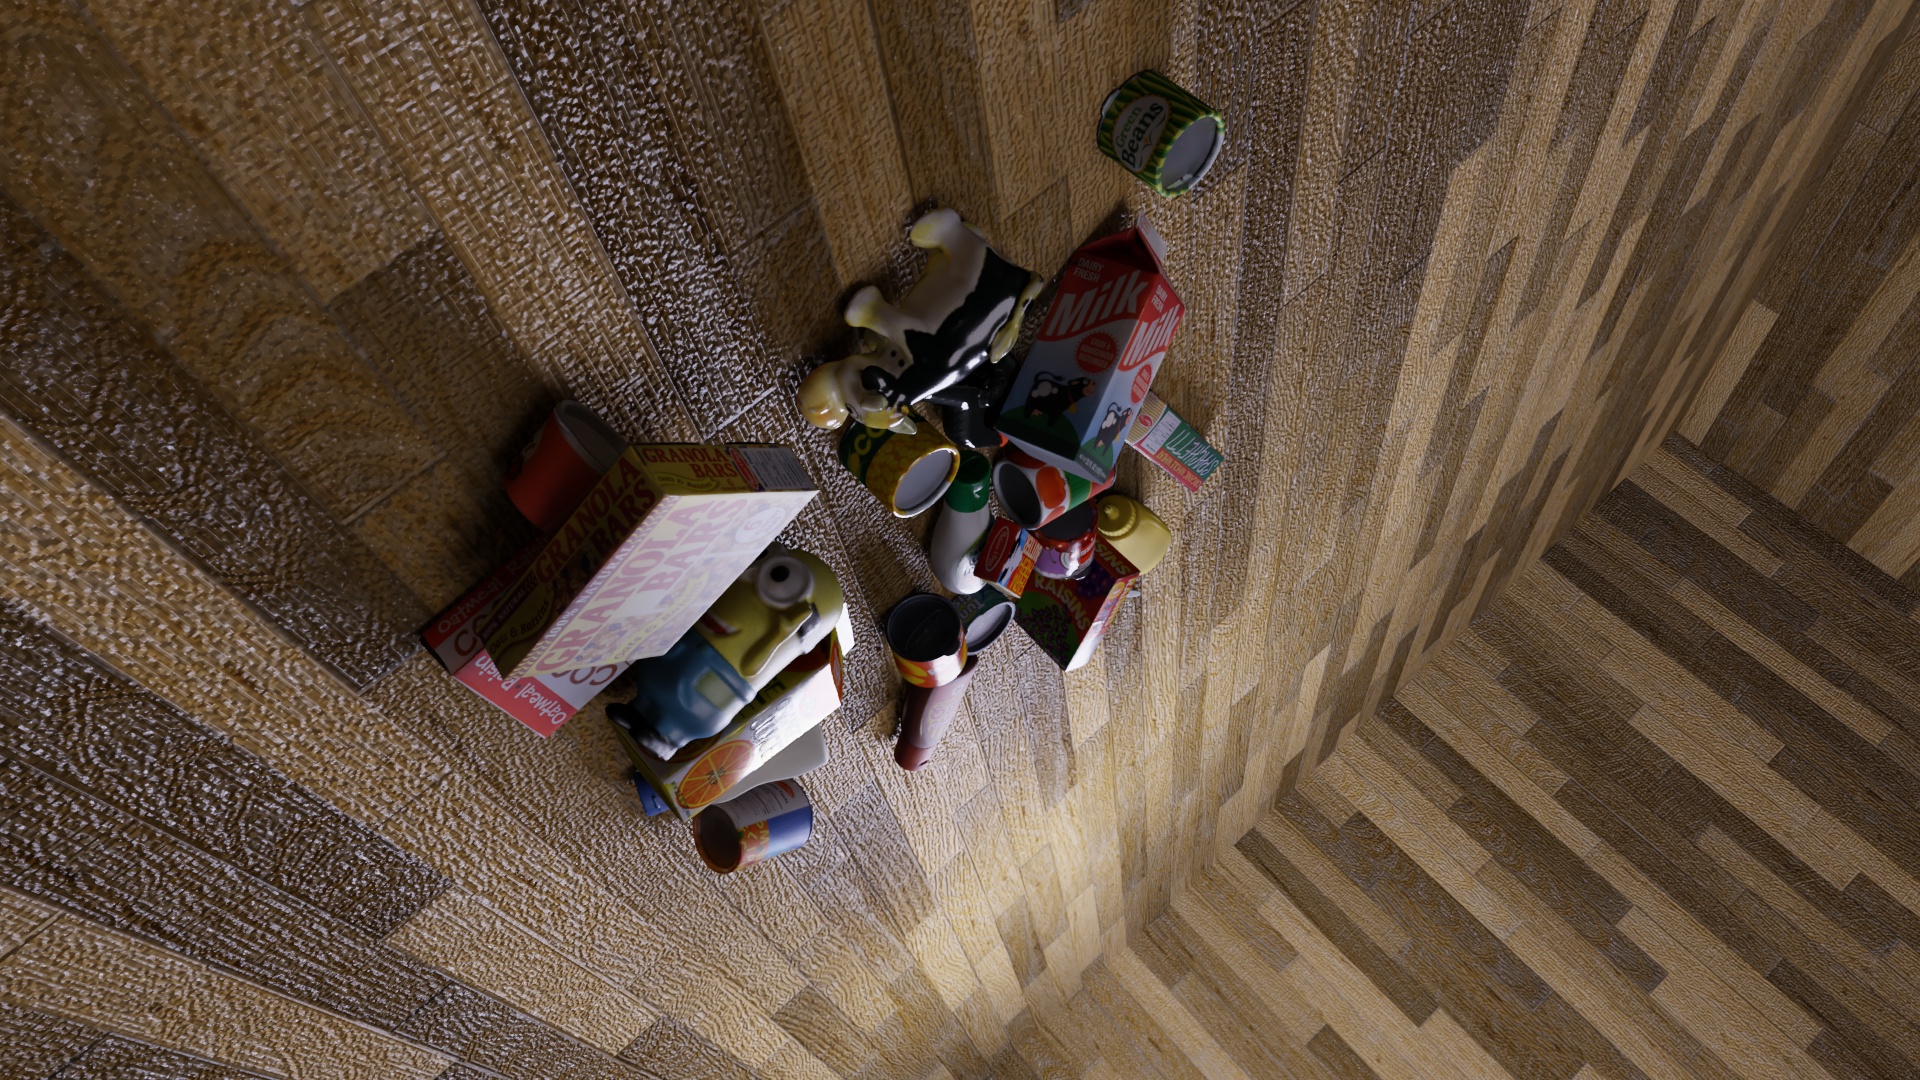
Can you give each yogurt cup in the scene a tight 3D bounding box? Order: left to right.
[{"bbox_3d":[-0.214,-0.036,0.769,0.054,0.072,0.072,-41,154,9],"label":"yogurt cup"}]

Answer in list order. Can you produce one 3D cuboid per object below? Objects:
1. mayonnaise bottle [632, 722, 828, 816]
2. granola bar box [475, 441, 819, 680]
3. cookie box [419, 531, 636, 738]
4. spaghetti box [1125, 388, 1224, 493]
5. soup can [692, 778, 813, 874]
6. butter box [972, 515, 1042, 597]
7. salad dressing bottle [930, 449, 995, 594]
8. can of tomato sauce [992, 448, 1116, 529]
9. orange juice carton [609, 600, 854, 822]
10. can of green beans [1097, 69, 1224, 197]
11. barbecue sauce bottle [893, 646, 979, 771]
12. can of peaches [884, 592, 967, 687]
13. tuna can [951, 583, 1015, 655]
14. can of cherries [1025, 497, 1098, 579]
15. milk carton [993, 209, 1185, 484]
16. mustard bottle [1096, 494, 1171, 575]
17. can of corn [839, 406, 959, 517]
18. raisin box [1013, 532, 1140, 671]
[{"bbox_3d":[-0.182,0.173,1.096,0.148,0.041,0.064,-20,116,-14],"label":"mayonnaise bottle"},{"bbox_3d":[-0.175,0.010,0.780,0.165,0.039,0.124,-44,160,27],"label":"granola bar box"},{"bbox_3d":[-0.233,0.038,0.870,0.168,0.040,0.122,-42,153,-10],"label":"cookie box"},{"bbox_3d":[0.193,-0.096,1.315,0.050,0.029,0.250,-50,153,8],"label":"spaghetti box"},{"bbox_3d":[-0.181,0.250,1.211,0.084,0.071,0.071,-10,136,-49],"label":"soup can"},{"bbox_3d":[0.040,0.015,1.166,0.053,0.024,0.103,-67,164,-3],"label":"butter box"},{"bbox_3d":[0.004,-0.014,1.137,0.064,0.044,0.146,-40,154,-26],"label":"salad dressing bottle"},{"bbox_3d":[0.077,-0.057,1.161,0.083,0.071,0.070,-30,149,-28],"label":"can of tomato sauce"},{"bbox_3d":[-0.159,0.118,1.052,0.193,0.073,0.071,-36,151,-20],"label":"orange juice carton"},{"bbox_3d":[0.137,-0.277,0.947,0.071,0.058,0.071,-34,151,-22],"label":"can of green beans"},{"bbox_3d":[-0.030,0.163,1.337,0.065,0.044,0.147,-23,146,-40],"label":"barbecue sauce bottle"},{"bbox_3d":[-0.027,0.088,1.206,0.071,0.071,0.057,-38,154,-15],"label":"can of peaches"},{"bbox_3d":[0.015,0.071,1.285,0.071,0.033,0.070,-35,151,-22],"label":"tuna can"},{"bbox_3d":[0.091,-0.007,1.244,0.072,0.071,0.058,-34,151,-23],"label":"can of cherries"},{"bbox_3d":[0.106,-0.147,1.037,0.190,0.073,0.072,-65,153,-3],"label":"milk carton"},{"bbox_3d":[0.163,-0.013,1.365,0.065,0.049,0.160,-49,153,0],"label":"mustard bottle"},{"bbox_3d":[-0.043,-0.060,0.988,0.071,0.058,0.070,-35,152,-22],"label":"can of corn"},{"bbox_3d":[0.109,0.052,1.337,0.040,0.086,0.122,-14,140,-44],"label":"raisin box"}]
